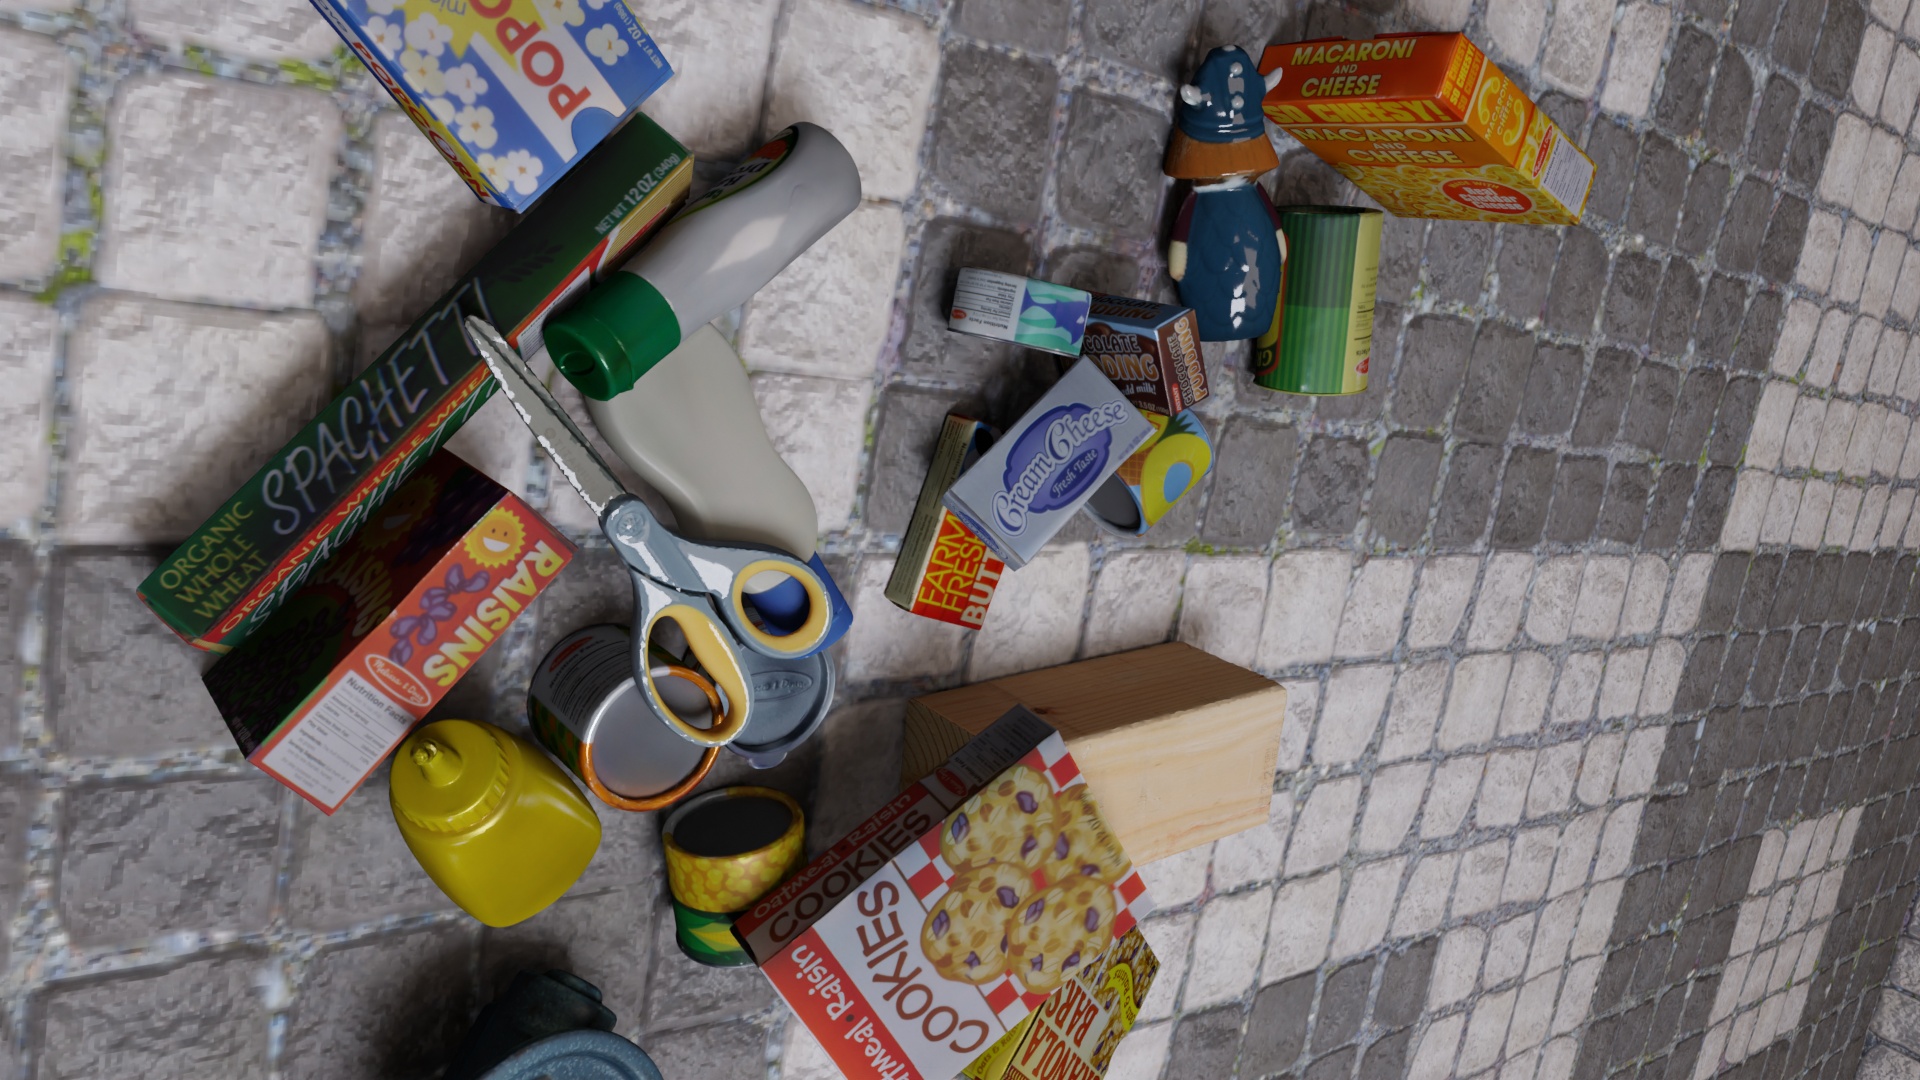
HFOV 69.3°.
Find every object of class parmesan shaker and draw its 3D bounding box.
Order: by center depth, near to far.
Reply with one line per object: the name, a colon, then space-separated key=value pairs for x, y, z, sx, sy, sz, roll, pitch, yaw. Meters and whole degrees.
parmesan shaker: x=0.209 y=-0.142 z=0.812 sx=0.071 sy=0.071 sz=0.102 roll=-12 pitch=111 yaw=-36

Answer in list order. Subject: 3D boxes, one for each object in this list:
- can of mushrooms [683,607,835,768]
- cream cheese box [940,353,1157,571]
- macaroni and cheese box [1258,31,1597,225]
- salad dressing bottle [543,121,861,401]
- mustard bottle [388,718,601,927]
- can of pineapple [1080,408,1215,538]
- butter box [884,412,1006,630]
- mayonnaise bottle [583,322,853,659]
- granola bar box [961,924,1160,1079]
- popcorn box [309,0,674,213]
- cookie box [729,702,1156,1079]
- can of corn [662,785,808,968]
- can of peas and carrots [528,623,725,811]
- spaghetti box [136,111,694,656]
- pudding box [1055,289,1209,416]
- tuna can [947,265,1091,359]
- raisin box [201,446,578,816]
can of mushrooms: x=-0.096 y=0.069 z=0.652 sx=0.071 sy=0.033 sz=0.070 roll=-14 pitch=113 yaw=-36
cream cheese box: x=0.044 y=-0.038 z=0.686 sx=0.053 sy=0.024 sz=0.104 roll=45 pitch=73 yaw=0
macaroni and cheese box: x=0.263 y=-0.230 z=0.786 sx=0.166 sy=0.124 sz=0.040 roll=19 pitch=90 yaw=-41
salad dressing bottle: x=-0.101 y=-0.113 z=0.557 sx=0.148 sy=0.064 sz=0.044 roll=-48 pitch=116 yaw=-31
mustard bottle: x=-0.183 y=0.102 z=0.533 sx=0.065 sy=0.049 sz=0.159 roll=-43 pitch=161 yaw=-22
can of pineapple: x=0.093 y=-0.045 z=0.747 sx=0.058 sy=0.071 sz=0.070 roll=-42 pitch=127 yaw=-20
butter box: x=0.003 y=-0.009 z=0.713 sx=0.053 sy=0.024 sz=0.103 roll=17 pitch=93 yaw=-41
mayonnaise bottle: x=-0.097 y=-0.017 z=0.597 sx=0.065 sy=0.041 sz=0.147 roll=-40 pitch=113 yaw=-27
granola bar box: x=0.059 y=0.268 z=0.800 sx=0.124 sy=0.039 sz=0.165 roll=-57 pitch=148 yaw=-20
popcorn box: x=-0.176 y=-0.194 z=0.497 sx=0.085 sy=0.038 sz=0.126 roll=-49 pitch=129 yaw=-17
cookie box: x=-0.004 y=0.175 z=0.648 sx=0.168 sy=0.040 sz=0.122 roll=-36 pitch=118 yaw=-14
can of corn: x=-0.102 y=0.157 z=0.652 sx=0.071 sy=0.071 sz=0.058 roll=-18 pitch=115 yaw=-34
can of peas and carrots: x=-0.142 y=0.077 z=0.600 sx=0.071 sy=0.059 sz=0.070 roll=-14 pitch=113 yaw=-35
spaghetti box: x=-0.193 y=-0.060 z=0.515 sx=0.028 sy=0.050 sz=0.251 roll=42 pitch=75 yaw=-5
pudding box: x=0.085 y=-0.098 z=0.711 sx=0.030 sy=0.084 sz=0.049 roll=-31 pitch=122 yaw=-28
tuna can: x=0.031 y=-0.110 z=0.675 sx=0.071 sy=0.071 sz=0.032 roll=5 pitch=101 yaw=-40
raisin box: x=-0.210 y=0.028 z=0.511 sx=0.124 sy=0.086 sz=0.040 roll=-50 pitch=127 yaw=-15
